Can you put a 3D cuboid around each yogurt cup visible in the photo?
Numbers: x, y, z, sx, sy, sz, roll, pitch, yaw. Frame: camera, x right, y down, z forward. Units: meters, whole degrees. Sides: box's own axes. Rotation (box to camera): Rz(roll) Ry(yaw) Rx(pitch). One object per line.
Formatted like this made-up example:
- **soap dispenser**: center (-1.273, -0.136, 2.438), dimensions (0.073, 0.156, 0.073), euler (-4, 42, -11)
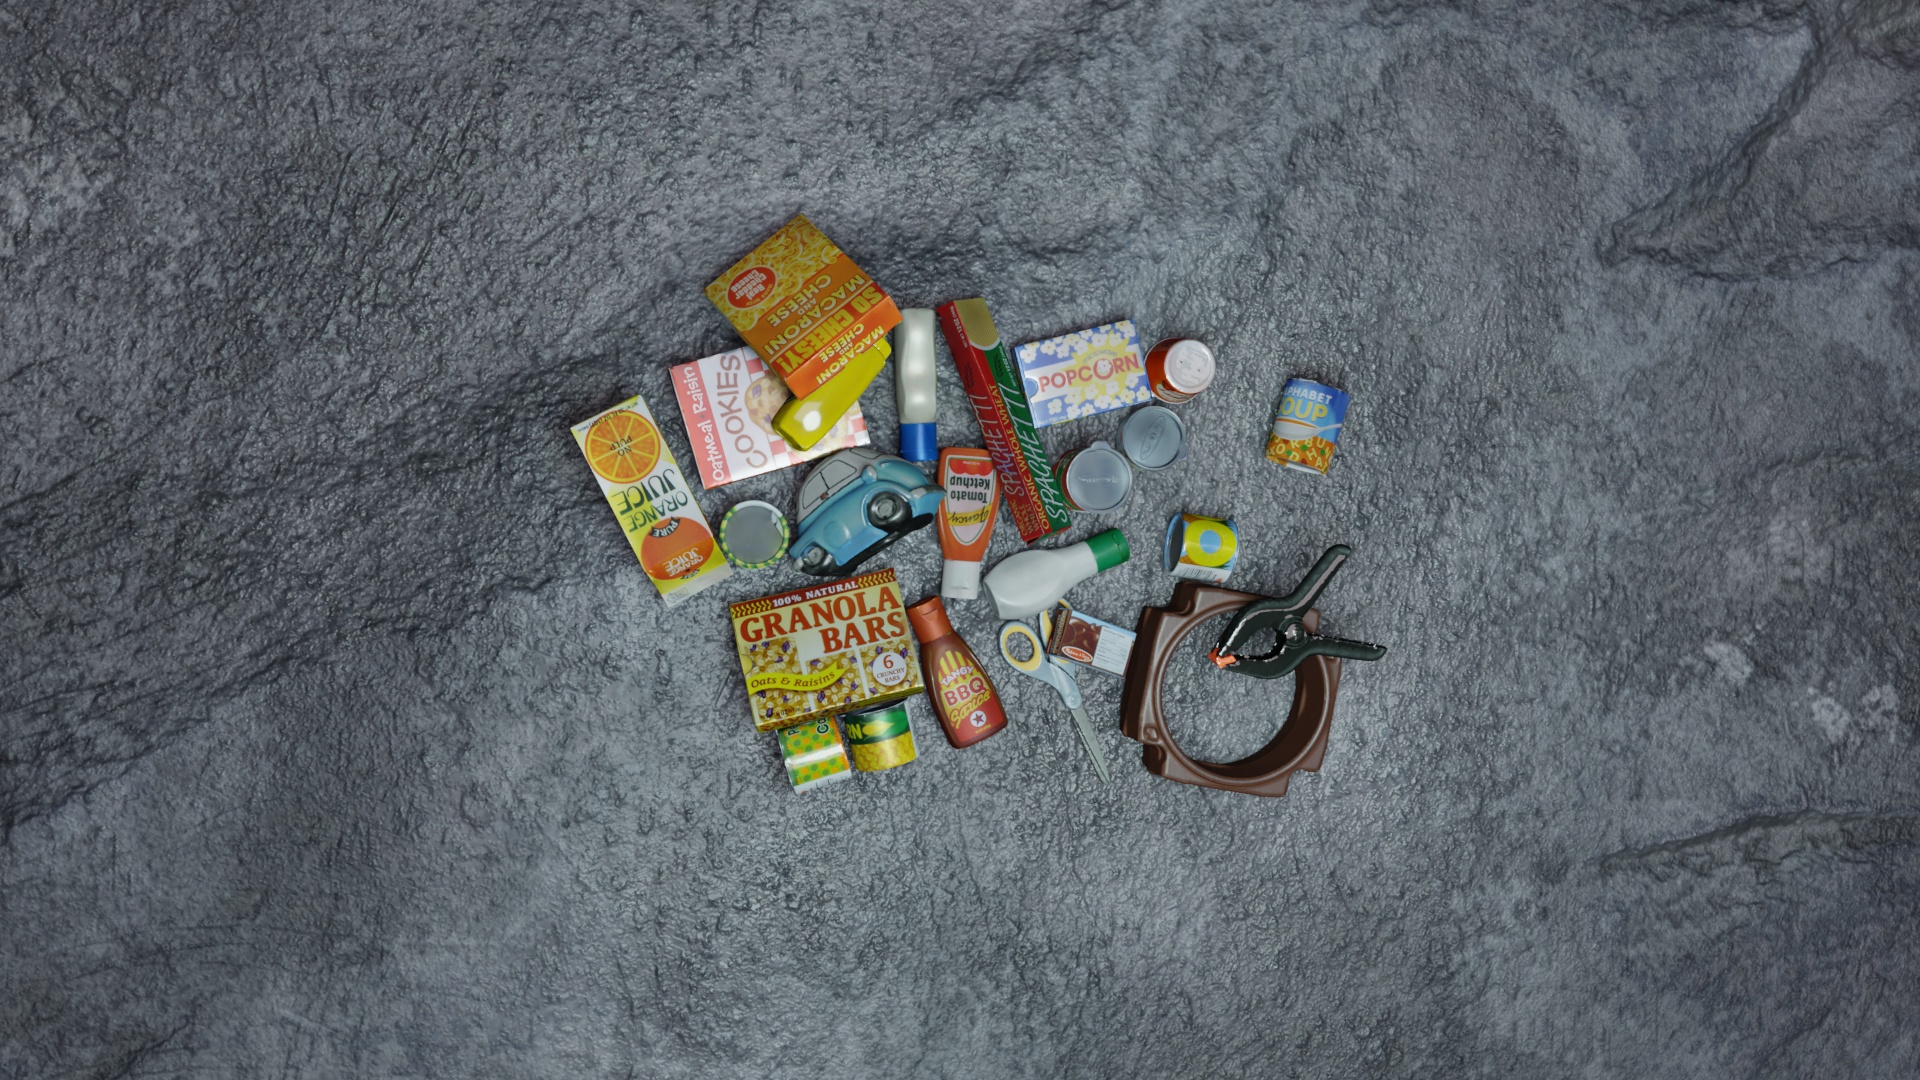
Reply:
- **yogurt cup**: center (0.224, -0.174, 1.402), dimensions (0.072, 0.054, 0.072), euler (0, 91, -9)

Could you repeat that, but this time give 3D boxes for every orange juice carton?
- **orange juice carton**: center (-0.290, -0.037, 1.318), dimensions (0.072, 0.073, 0.192), euler (-27, 96, -7)

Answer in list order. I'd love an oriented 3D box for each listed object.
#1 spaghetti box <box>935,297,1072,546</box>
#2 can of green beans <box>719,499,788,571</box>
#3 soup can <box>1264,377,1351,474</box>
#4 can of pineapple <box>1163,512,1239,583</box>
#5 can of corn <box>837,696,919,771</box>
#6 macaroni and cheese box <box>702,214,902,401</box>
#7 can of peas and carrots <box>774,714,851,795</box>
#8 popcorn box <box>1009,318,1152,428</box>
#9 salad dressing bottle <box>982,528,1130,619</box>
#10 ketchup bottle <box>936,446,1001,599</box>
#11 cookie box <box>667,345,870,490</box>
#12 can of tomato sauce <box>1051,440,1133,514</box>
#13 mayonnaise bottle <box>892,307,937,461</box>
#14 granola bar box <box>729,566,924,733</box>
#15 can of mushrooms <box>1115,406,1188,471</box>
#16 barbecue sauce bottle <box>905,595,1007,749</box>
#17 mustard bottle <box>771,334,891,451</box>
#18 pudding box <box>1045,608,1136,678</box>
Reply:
- **spaghetti box**: center (0.043, -0.118, 1.361), dimensions (0.050, 0.028, 0.250), euler (-17, 84, -48)
- **can of green beans**: center (-0.199, -0.006, 1.340), dimensions (0.071, 0.058, 0.071), euler (0, 92, -8)
- **soup can**: center (0.352, -0.117, 1.414), dimensions (0.071, 0.071, 0.083), euler (18, 89, -9)
- **can of pineapple**: center (0.243, 0.005, 1.404), dimensions (0.058, 0.071, 0.071), euler (8, 91, -8)
- **can of corn**: center (-0.080, 0.189, 1.359), dimensions (0.071, 0.071, 0.058), euler (-13, 94, -8)
- **macaroni and cheese box**: center (-0.149, -0.220, 1.301), dimensions (0.124, 0.040, 0.167), euler (-40, 53, -5)
- **can of peas and carrots**: center (-0.143, 0.205, 1.350), dimensions (0.059, 0.071, 0.071), euler (-16, 94, -8)
- **popcorn box**: center (0.121, -0.167, 1.394), dimensions (0.127, 0.038, 0.085), euler (-15, 95, -8)
- **salad dressing bottle**: center (0.097, 0.031, 1.391), dimensions (0.148, 0.043, 0.064), euler (-22, 66, -11)
- **ketchup bottle**: center (0.005, -0.017, 1.378), dimensions (0.065, 0.043, 0.148), euler (5, 91, -4)
- **cookie box**: center (-0.186, -0.129, 1.349), dimensions (0.168, 0.040, 0.123), euler (-16, 94, -9)
- **can of tomato sauce**: center (0.128, -0.062, 1.375), dimensions (0.071, 0.083, 0.071), euler (0, 92, -9)
- **mayonnaise bottle**: center (-0.043, -0.152, 1.360), dimensions (0.041, 0.065, 0.148), euler (-4, 96, -11)
- **granola bar box**: center (-0.129, 0.105, 1.343), dimensions (0.166, 0.039, 0.124), euler (-13, 72, -8)
- **can of mushrooms**: center (0.194, -0.101, 1.410), dimensions (0.071, 0.033, 0.071), euler (0, 91, -9)
- **barbecue sauce bottle**: center (-0.009, 0.128, 1.379), dimensions (0.065, 0.043, 0.148), euler (-25, 95, -14)
- **mustard bottle**: center (-0.112, -0.155, 1.310), dimensions (0.049, 0.065, 0.160), euler (43, 78, -16)
- **pudding box**: center (0.132, 0.103, 1.394), dimensions (0.084, 0.030, 0.050), euler (20, 81, -24)
